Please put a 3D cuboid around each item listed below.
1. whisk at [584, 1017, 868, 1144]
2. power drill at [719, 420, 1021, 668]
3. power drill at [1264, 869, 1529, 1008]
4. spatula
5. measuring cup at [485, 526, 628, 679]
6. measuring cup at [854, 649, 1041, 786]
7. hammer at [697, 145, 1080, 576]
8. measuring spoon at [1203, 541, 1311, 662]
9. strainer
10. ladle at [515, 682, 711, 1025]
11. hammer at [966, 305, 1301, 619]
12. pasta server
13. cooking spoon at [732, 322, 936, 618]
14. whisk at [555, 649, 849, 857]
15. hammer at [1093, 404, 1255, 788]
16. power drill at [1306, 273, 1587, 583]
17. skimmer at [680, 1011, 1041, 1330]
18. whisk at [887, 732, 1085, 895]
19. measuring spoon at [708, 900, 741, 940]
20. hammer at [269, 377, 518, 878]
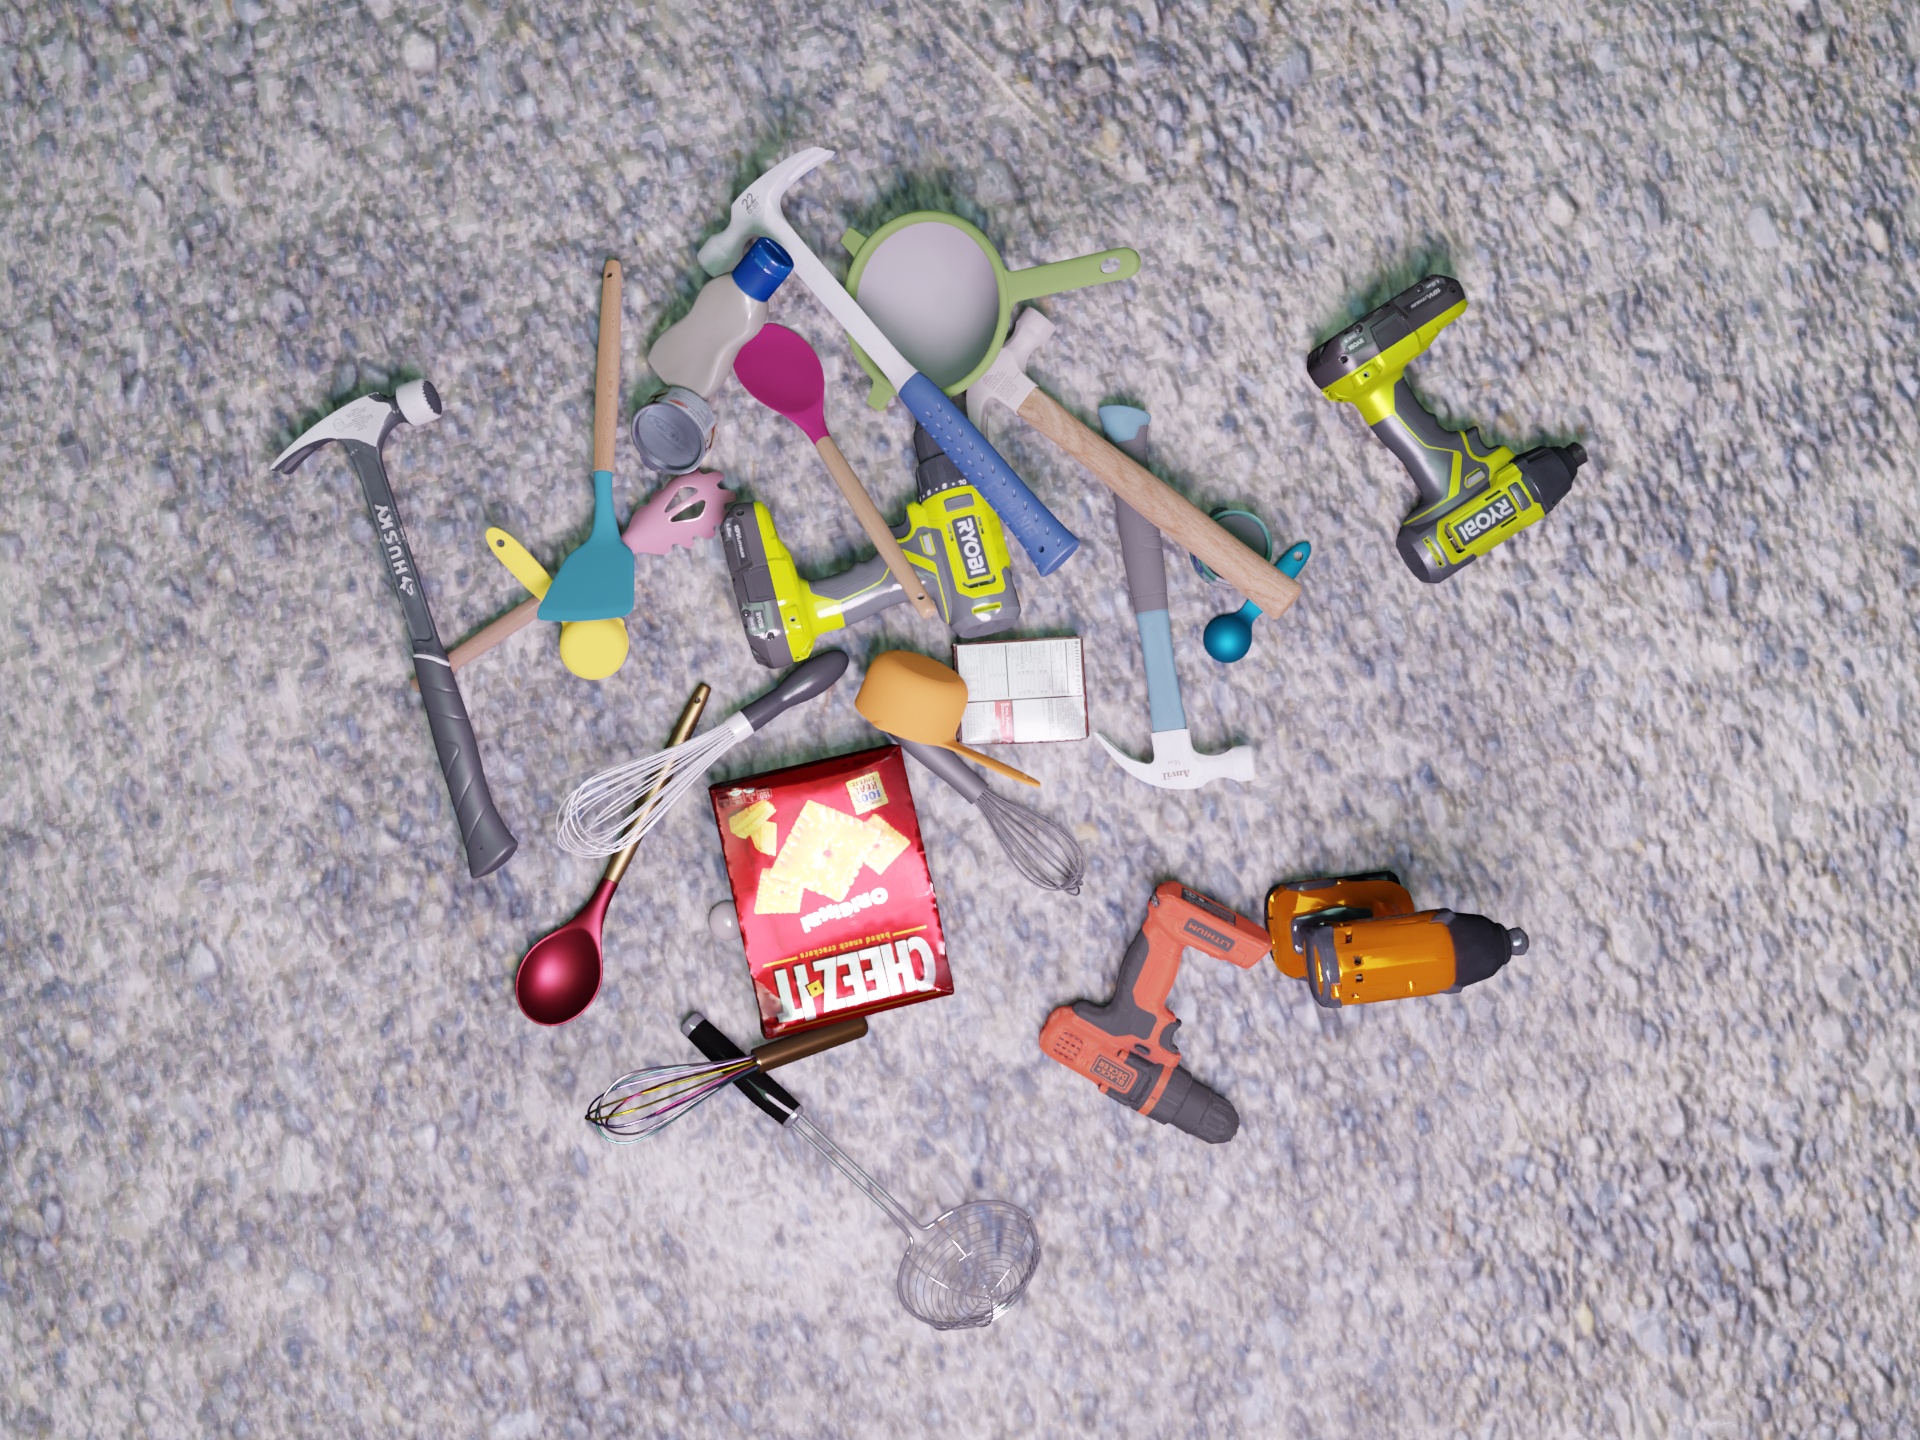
[{"bbox_3d":[-0.187,0.288,1.302,0.245,0.047,0.051,-15,63,-25],"label":"whisk"},{"bbox_3d":[-0.077,-0.147,1.322,0.228,0.080,0.191,-14,81,-4],"label":"power drill"},{"bbox_3d":[0.337,0.172,1.260,0.164,0.226,0.084,-7,91,-1],"label":"power drill"},{"bbox_3d":[-0.297,-0.233,1.313,0.082,0.044,0.317,-2,81,12],"label":"spatula"},{"bbox_3d":[-0.336,-0.096,1.313,0.062,0.029,0.156,-37,114,7],"label":"measuring cup"},{"bbox_3d":[-0.002,-0.004,1.283,0.174,0.095,0.052,27,108,20],"label":"measuring cup"},{"bbox_3d":[-0.045,-0.284,1.284,0.144,0.035,0.405,-44,81,26],"label":"hammer"},{"bbox_3d":[0.258,-0.103,1.358,0.042,0.021,0.128,40,91,-2],"label":"measuring spoon"},{"bbox_3d":[0.030,-0.347,1.296,0.256,0.069,0.151,-6,98,24],"label":"strainer"},{"bbox_3d":[-0.286,0.111,1.345,0.069,0.031,0.315,26,88,-4],"label":"ladle"},{"bbox_3d":[0.140,-0.195,1.313,0.331,0.031,0.130,41,99,12],"label":"hammer"},{"bbox_3d":[-0.329,-0.114,1.344,0.316,0.040,0.060,-33,91,3],"label":"pasta server"},{"bbox_3d":[-0.100,-0.207,1.292,0.069,0.017,0.319,-26,66,-13],"label":"cooking spoon"},{"bbox_3d":[-0.211,0.022,1.318,0.284,0.070,0.070,-35,91,-12],"label":"whisk"},{"bbox_3d":[0.161,-0.105,1.341,0.128,0.033,0.331,-9,87,13],"label":"hammer"},{"bbox_3d":[0.409,-0.251,1.337,0.171,0.080,0.223,-33,95,0],"label":"power drill"},{"bbox_3d":[-0.091,0.374,1.351,0.363,0.090,0.127,40,93,9],"label":"skimmer"},{"bbox_3d":[0.014,0.063,1.342,0.239,0.055,0.055,42,89,3],"label":"whisk"},{"bbox_3d":[-0.154,0.182,1.352,0.124,0.018,0.034,13,90,-2],"label":"measuring spoon"},{"bbox_3d":[-0.450,-0.068,1.319,0.149,0.036,0.409,-18,88,6],"label":"hammer"}]
